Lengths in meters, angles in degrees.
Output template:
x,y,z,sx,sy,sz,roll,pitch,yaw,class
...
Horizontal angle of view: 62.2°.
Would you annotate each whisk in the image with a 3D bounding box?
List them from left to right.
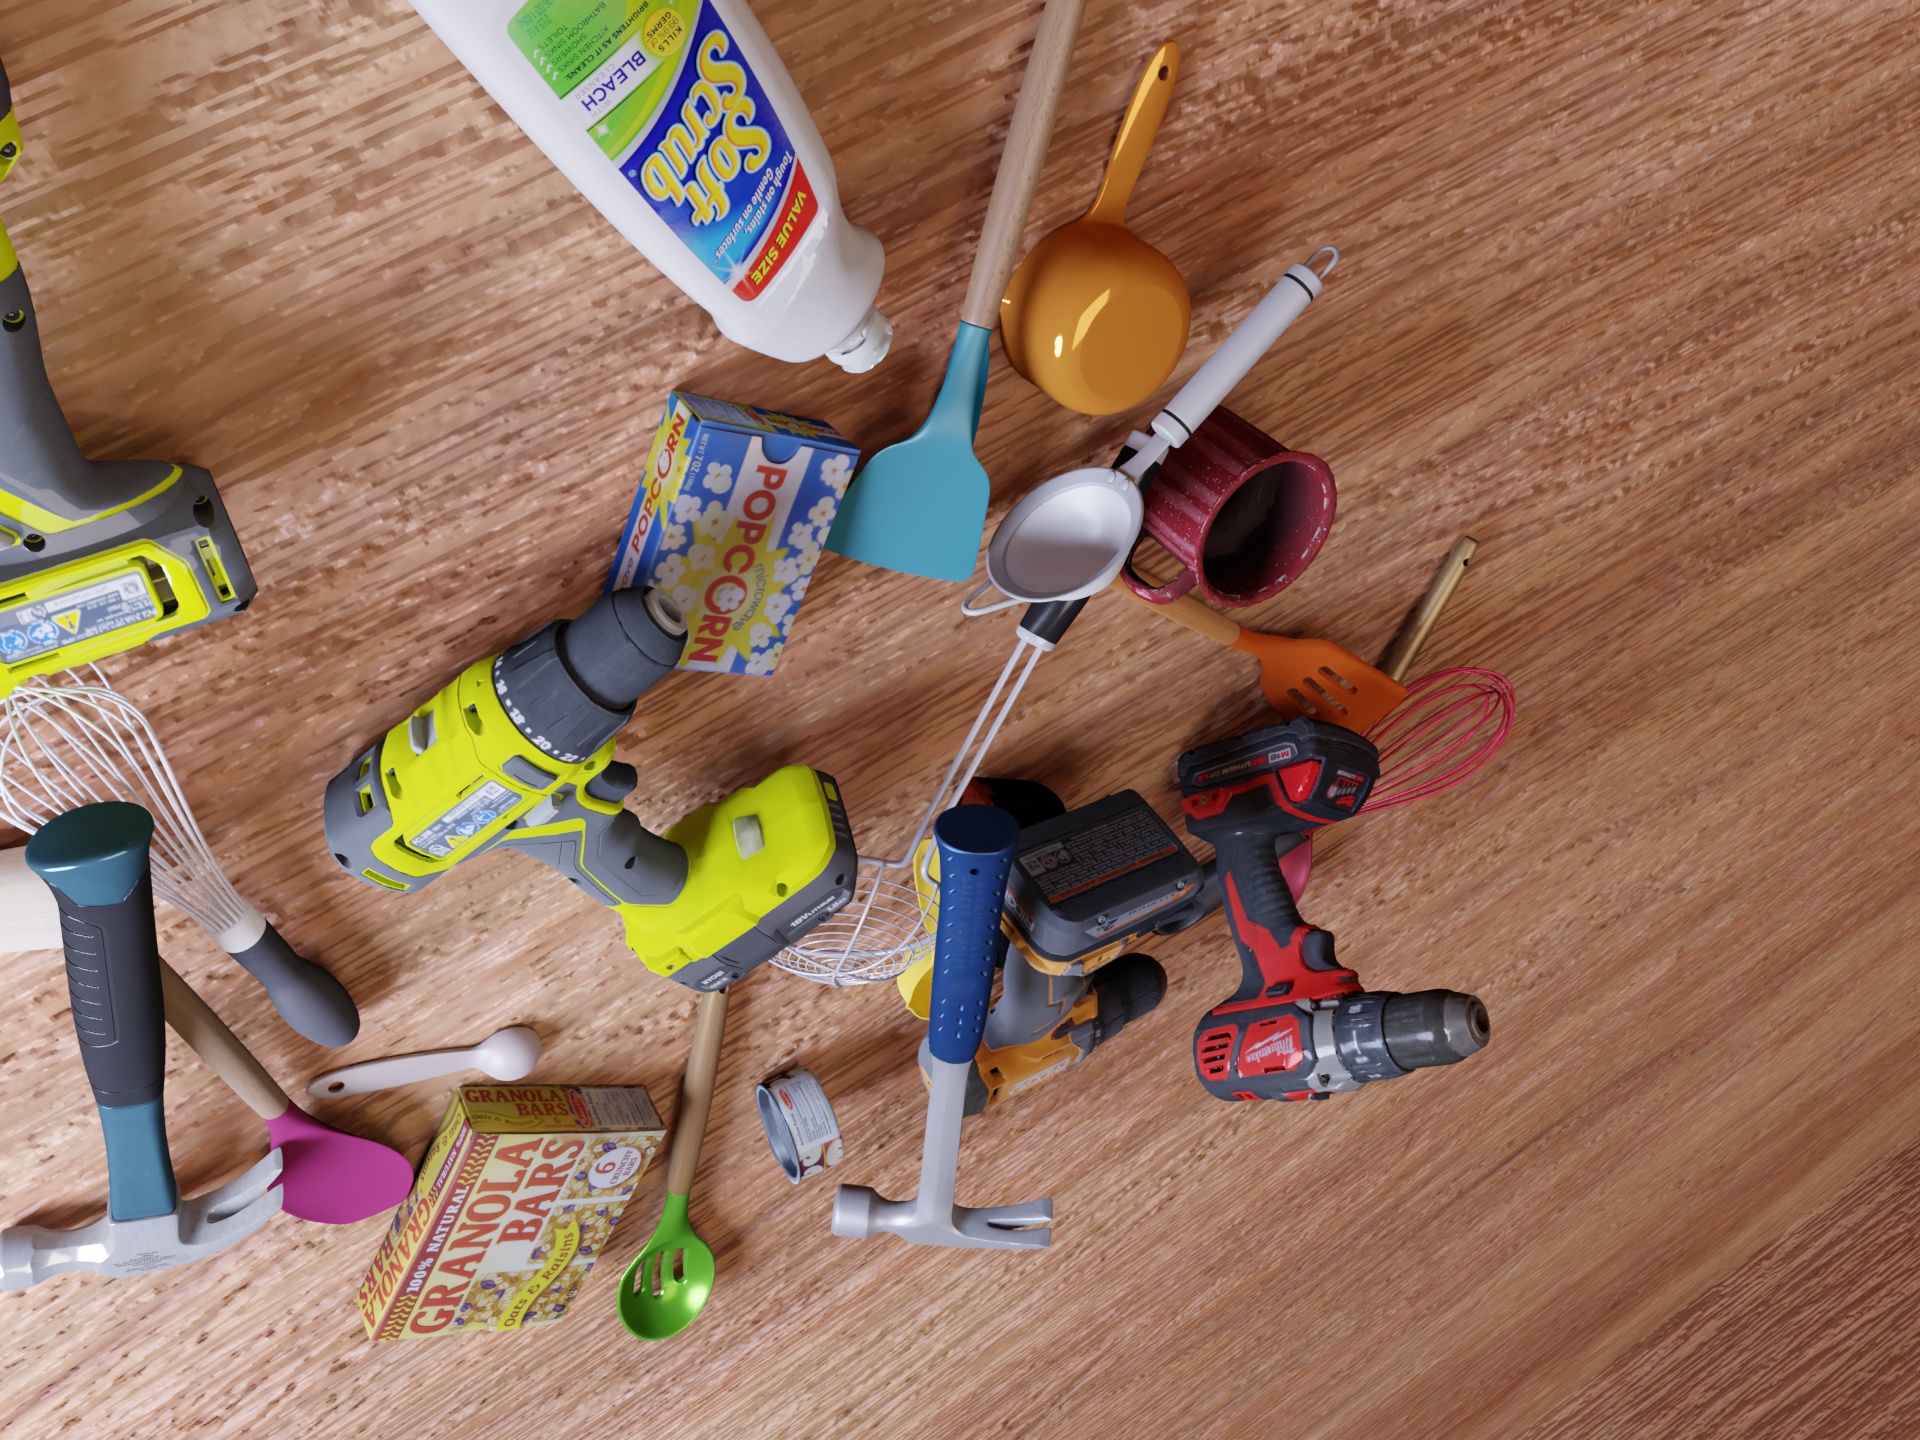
x,y,z,sx,sy,sz,roll,pitch,yaw,class
-0.336,0.073,0.697,0.070,0.070,0.284,-30,141,-12,whisk
0.247,0.061,1.081,0.296,0.073,0.073,-37,139,15,whisk

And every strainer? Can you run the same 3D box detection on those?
x,y,z,sx,sy,sz,roll,pitch,yaw,class
0.101,-0.138,0.794,0.258,0.087,0.050,-48,133,2,strainer

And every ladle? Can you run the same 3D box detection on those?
x,y,z,sx,sy,sz,roll,pitch,yaw,class
0.273,0.012,1.108,0.069,0.031,0.315,15,112,-32,ladle

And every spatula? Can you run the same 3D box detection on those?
x,y,z,sx,sy,sz,roll,pitch,yaw,class
0.011,-0.210,0.733,0.082,0.044,0.317,13,111,-12,spatula
0.152,-0.053,0.957,0.322,0.041,0.081,21,132,-42,spatula

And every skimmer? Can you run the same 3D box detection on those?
x,y,z,sx,sy,sz,roll,pitch,yaw,class
-0.001,-0.003,0.880,0.127,0.090,0.363,24,101,-30,skimmer

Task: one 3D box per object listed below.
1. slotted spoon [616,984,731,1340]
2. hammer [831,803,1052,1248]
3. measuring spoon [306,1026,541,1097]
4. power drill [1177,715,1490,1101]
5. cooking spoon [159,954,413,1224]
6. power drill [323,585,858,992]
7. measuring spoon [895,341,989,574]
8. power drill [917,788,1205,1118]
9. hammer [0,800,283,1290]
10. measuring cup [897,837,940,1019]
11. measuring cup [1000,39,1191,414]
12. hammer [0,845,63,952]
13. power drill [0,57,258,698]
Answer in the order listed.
x,y,z,sx,sy,sz,roll,pitch,yaw,class
-0.171,0.274,1.000,0.070,0.031,0.313,-6,125,-32,slotted spoon
0.001,0.198,0.922,0.144,0.035,0.405,6,134,1,hammer
-0.285,0.191,0.855,0.124,0.018,0.034,-5,126,-32,measuring spoon
0.223,0.117,0.980,0.080,0.227,0.188,16,154,-43,power drill
-0.346,0.176,0.778,0.069,0.017,0.318,-21,141,-10,cooking spoon
-0.153,0.037,0.758,0.190,0.080,0.228,-34,140,17,power drill
-0.005,-0.136,0.797,0.042,0.021,0.128,7,113,-11,measuring spoon
0.077,0.146,0.993,0.185,0.084,0.226,-18,144,-31,power drill
-0.368,0.155,0.700,0.128,0.033,0.330,-2,136,-24,hammer
-0.018,0.124,0.989,0.062,0.029,0.156,-23,132,-19,measuring cup
0.082,-0.227,0.755,0.095,0.052,0.173,-3,127,-34,measuring cup
-0.547,0.099,0.580,0.410,0.038,0.146,-3,127,-34,hammer
-0.353,-0.104,0.518,0.171,0.080,0.223,-22,133,-20,power drill
